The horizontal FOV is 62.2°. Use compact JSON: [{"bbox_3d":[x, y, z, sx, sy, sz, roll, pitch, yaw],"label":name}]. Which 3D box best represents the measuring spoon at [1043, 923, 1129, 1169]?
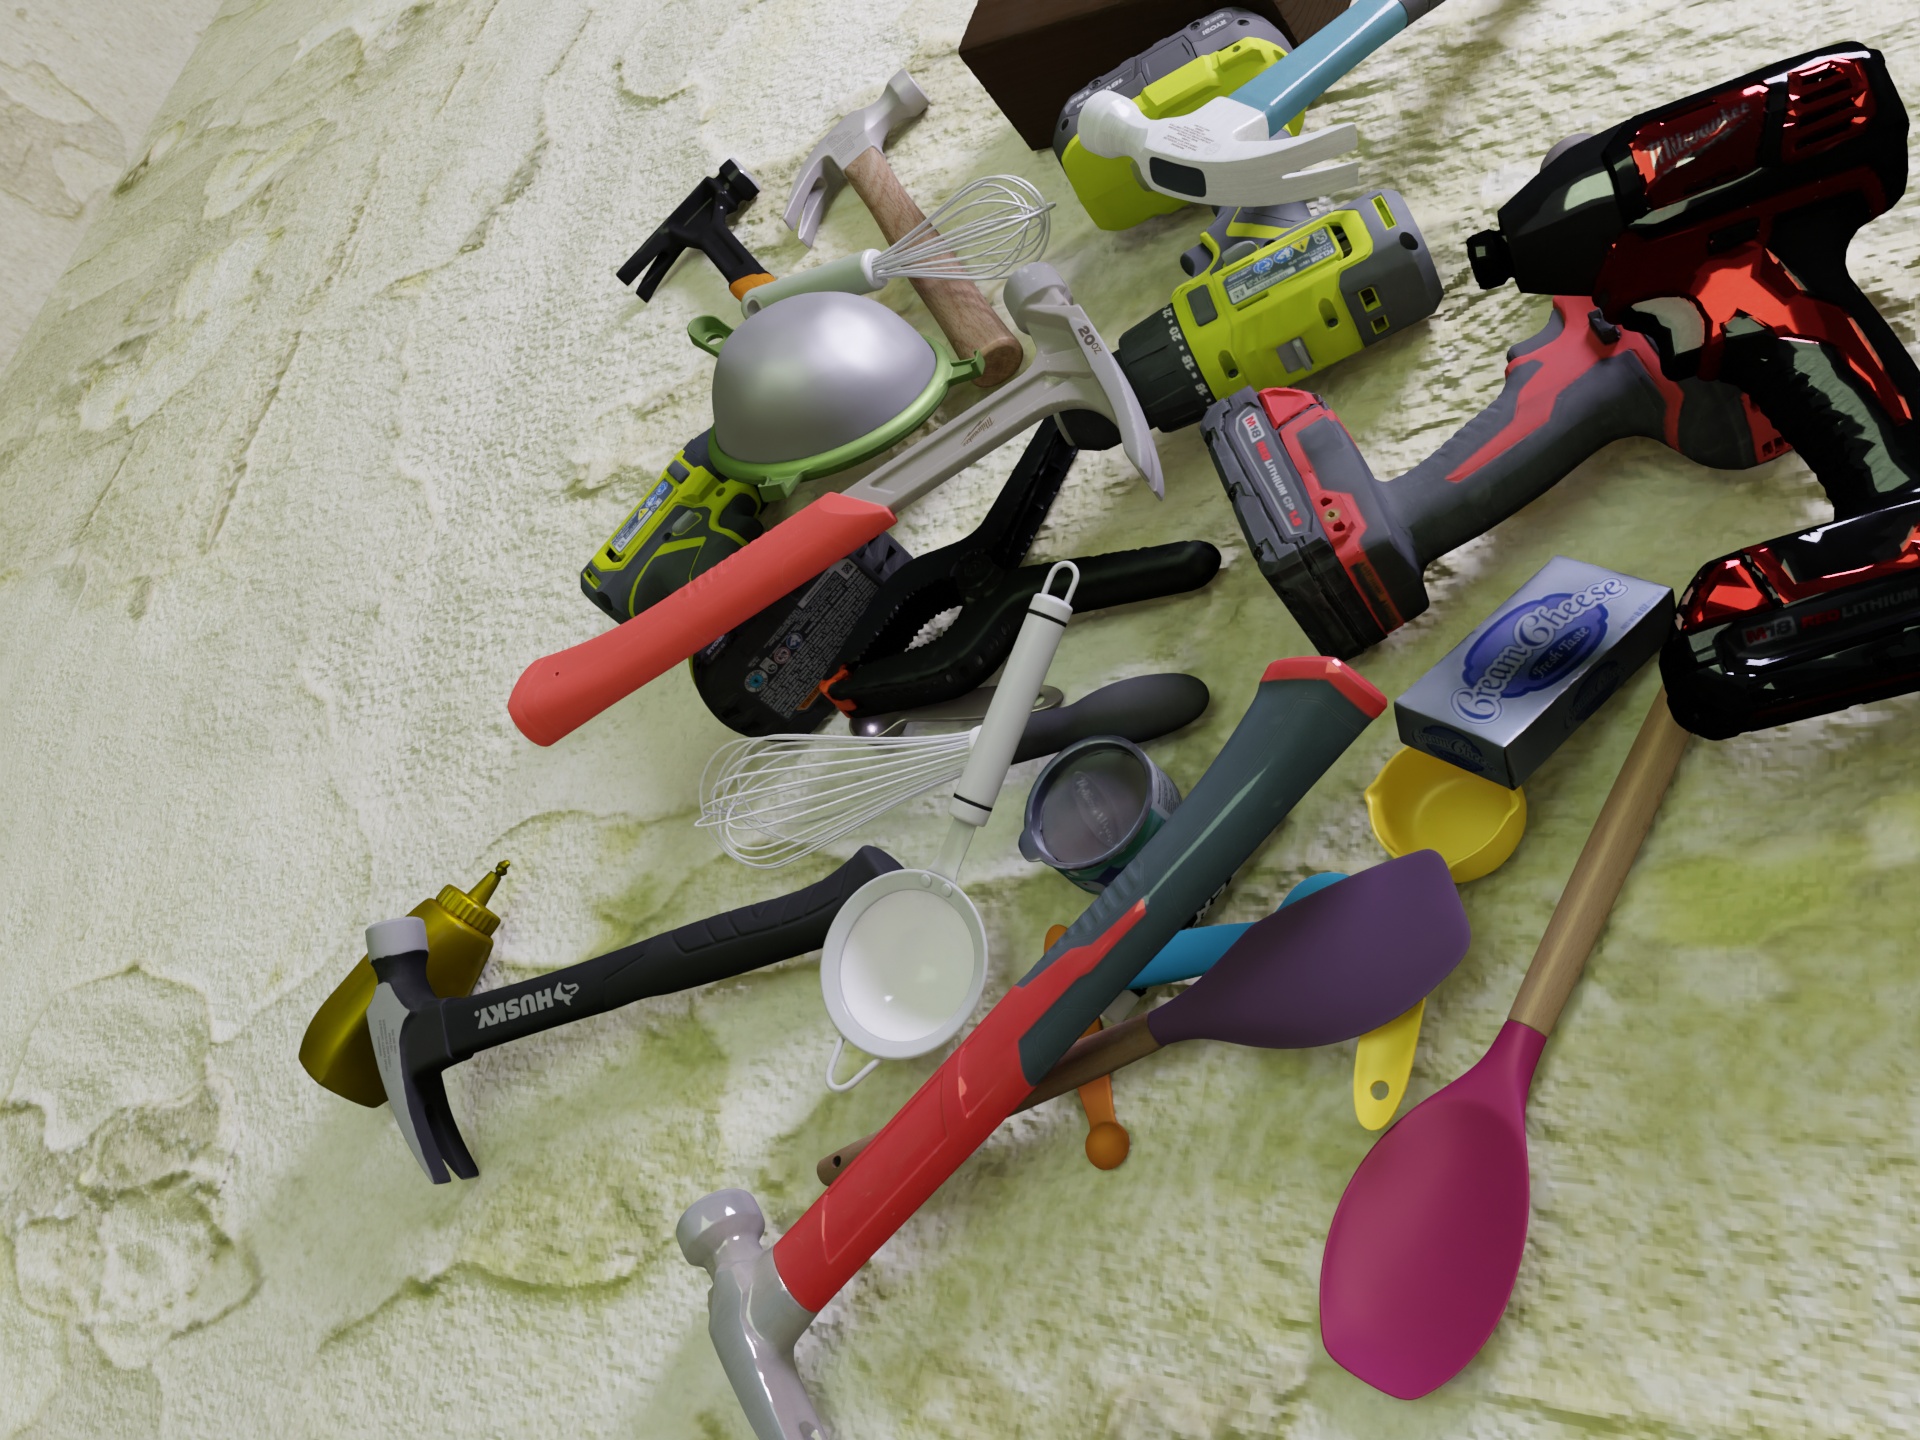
[{"bbox_3d":[0.050,0.135,0.676,0.021,0.011,0.117,-30,47,20],"label":"measuring spoon"}]

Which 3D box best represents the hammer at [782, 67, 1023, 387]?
[{"bbox_3d":[-0.033,-0.310,1.029,0.130,0.031,0.332,-38,45,13],"label":"hammer"}]

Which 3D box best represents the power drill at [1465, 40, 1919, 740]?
[{"bbox_3d":[0.269,-0.112,0.548,0.143,0.078,0.220,-16,76,19],"label":"power drill"}]

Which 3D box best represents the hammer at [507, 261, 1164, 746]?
[{"bbox_3d":[-0.076,-0.080,0.794,0.359,0.036,0.149,-31,56,14],"label":"hammer"}]

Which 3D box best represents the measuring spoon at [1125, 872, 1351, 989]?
[{"bbox_3d":[0.104,0.089,0.638,0.128,0.021,0.042,-15,63,19],"label":"measuring spoon"}]

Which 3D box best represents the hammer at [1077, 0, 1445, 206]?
[{"bbox_3d":[0.218,-0.358,0.786,0.331,0.033,0.128,-41,55,-15],"label":"hammer"}]

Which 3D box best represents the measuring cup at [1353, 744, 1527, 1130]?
[{"bbox_3d":[0.176,0.080,0.601,0.062,0.029,0.157,2,67,40],"label":"measuring cup"}]

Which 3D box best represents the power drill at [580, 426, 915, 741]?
[{"bbox_3d":[-0.124,-0.097,0.931,0.171,0.080,0.223,-50,40,1],"label":"power drill"}]

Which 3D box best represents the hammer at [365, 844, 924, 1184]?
[{"bbox_3d":[-0.168,0.136,0.818,0.335,0.035,0.146,-19,75,21],"label":"hammer"}]

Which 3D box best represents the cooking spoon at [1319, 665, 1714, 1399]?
[{"bbox_3d":[0.214,0.088,0.569,0.069,0.017,0.319,18,75,47],"label":"cooking spoon"}]

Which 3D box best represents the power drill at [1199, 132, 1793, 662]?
[{"bbox_3d":[0.223,-0.146,0.680,0.226,0.080,0.188,-28,48,18],"label":"power drill"}]

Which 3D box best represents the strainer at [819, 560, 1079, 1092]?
[{"bbox_3d":[0.003,0.049,0.721,0.087,0.050,0.258,23,92,32],"label":"strainer"}]

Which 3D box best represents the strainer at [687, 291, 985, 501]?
[{"bbox_3d":[-0.112,-0.224,0.942,0.151,0.069,0.257,-35,40,-15],"label":"strainer"}]

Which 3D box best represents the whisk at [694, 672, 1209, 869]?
[{"bbox_3d":[-0.012,0.021,0.778,0.284,0.070,0.070,-14,54,26],"label":"whisk"}]

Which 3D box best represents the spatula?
[{"bbox_3d":[0.059,0.136,0.645,0.316,0.018,0.060,-30,52,28],"label":"spatula"}]

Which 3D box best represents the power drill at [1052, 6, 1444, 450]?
[{"bbox_3d":[0.122,-0.249,0.822,0.190,0.080,0.229,-24,51,18],"label":"power drill"}]

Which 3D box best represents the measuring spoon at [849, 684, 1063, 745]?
[{"bbox_3d":[-0.001,-0.003,0.813,0.124,0.018,0.034,-5,49,29],"label":"measuring spoon"}]

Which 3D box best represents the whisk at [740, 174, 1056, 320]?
[{"bbox_3d":[-0.045,-0.277,0.967,0.246,0.057,0.059,-5,25,39],"label":"whisk"}]

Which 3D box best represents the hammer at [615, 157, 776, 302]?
[{"bbox_3d":[-0.143,-0.288,1.102,0.127,0.034,0.337,-44,44,6],"label":"hammer"}]

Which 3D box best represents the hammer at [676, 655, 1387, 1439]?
[{"bbox_3d":[0.034,0.135,0.628,0.386,0.038,0.143,-49,49,13],"label":"hammer"}]
